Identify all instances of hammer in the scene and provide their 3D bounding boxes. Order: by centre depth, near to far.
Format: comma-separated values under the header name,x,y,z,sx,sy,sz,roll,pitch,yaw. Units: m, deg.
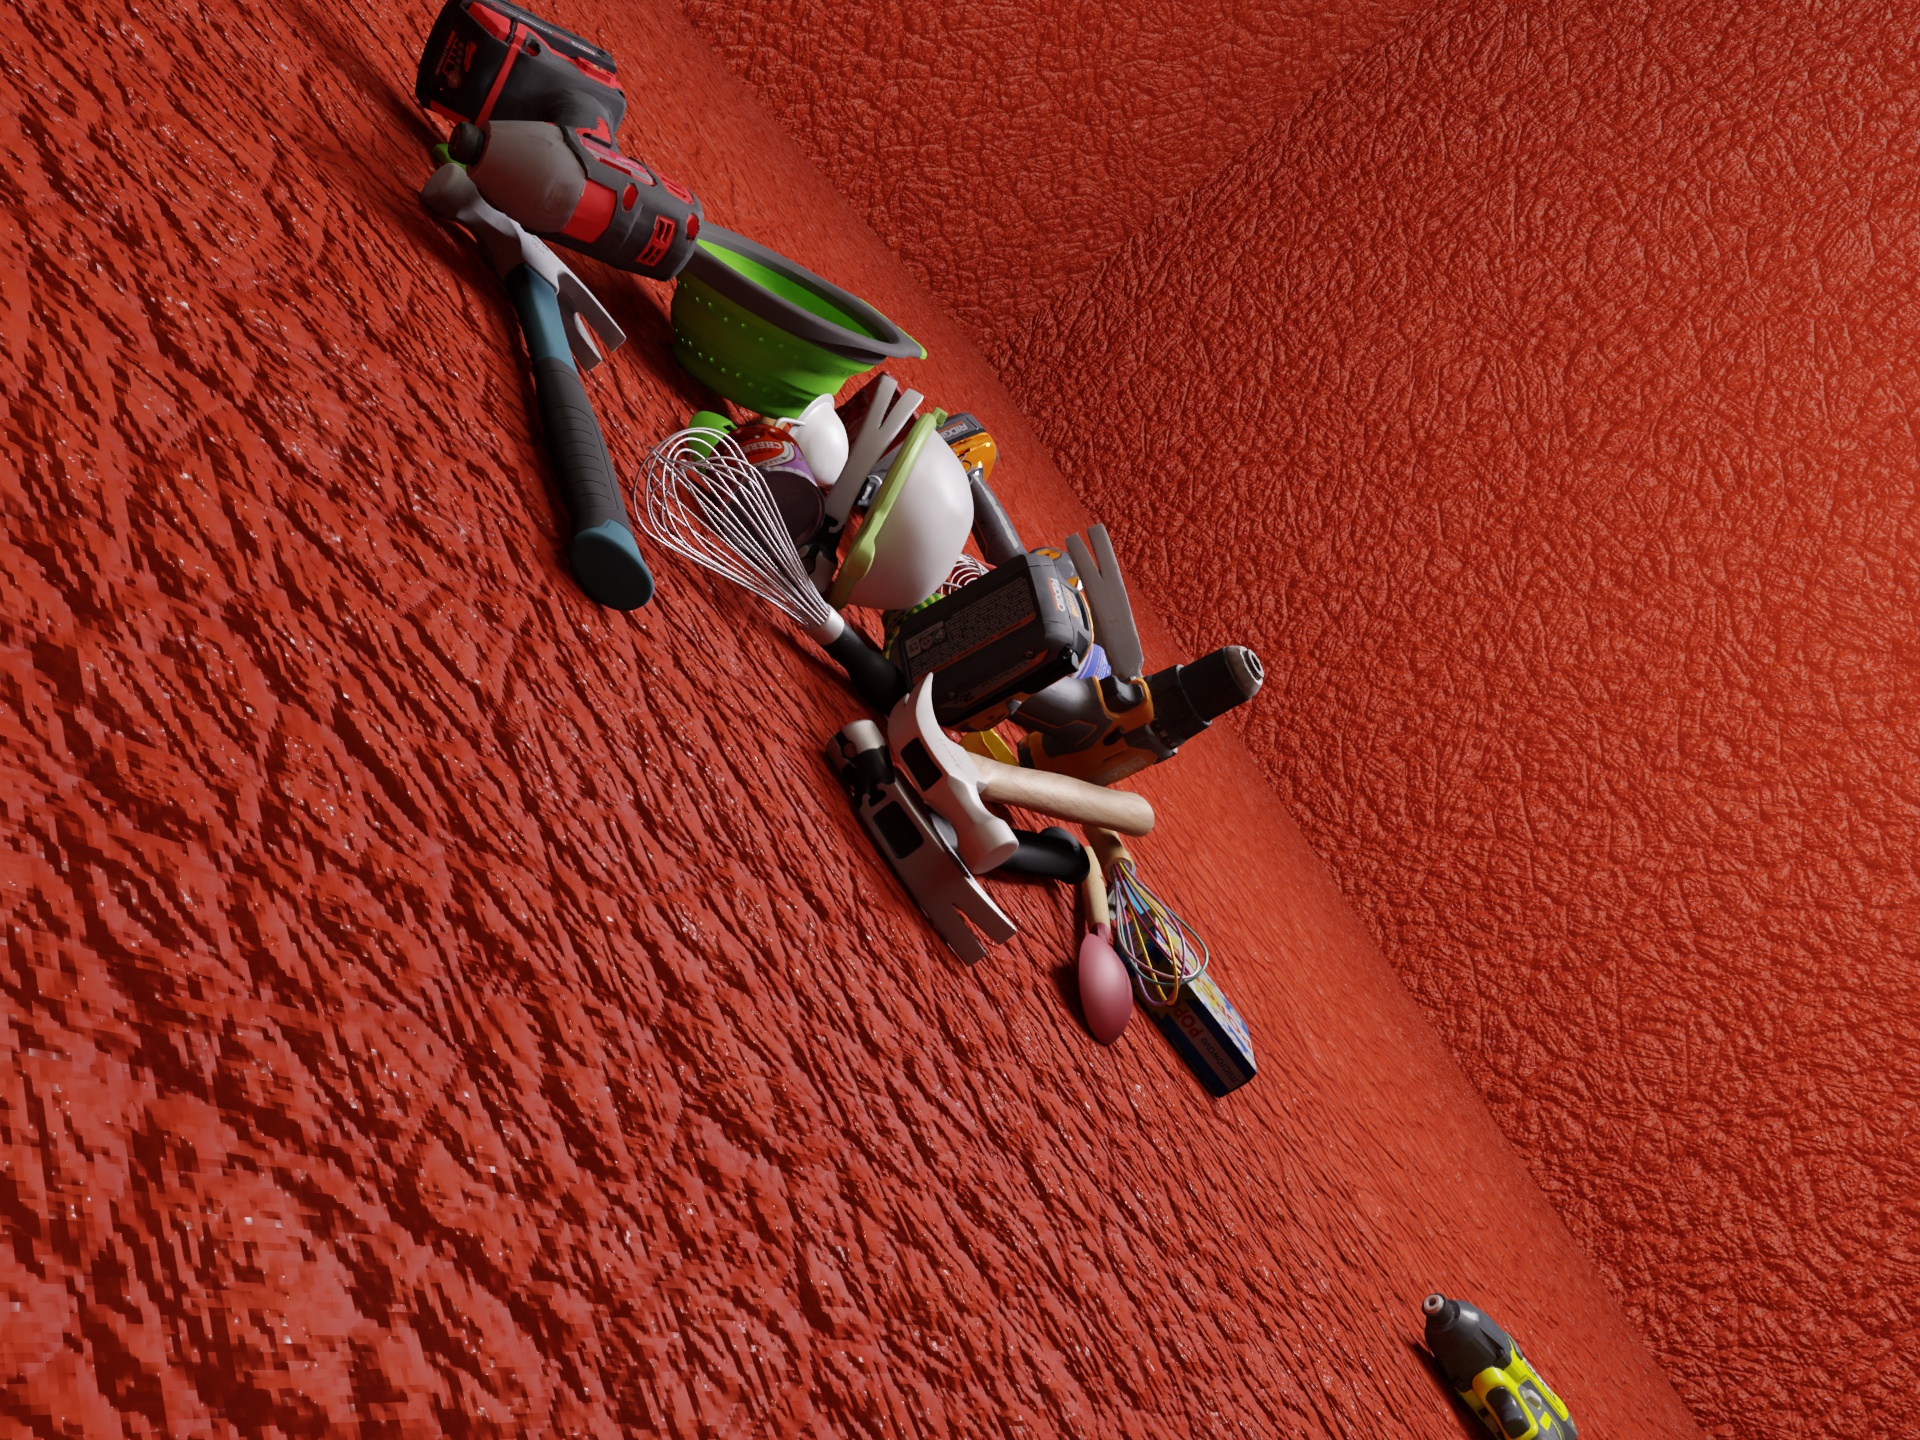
name,x,y,z,sx,sy,sz,roll,pitch,yaw
hammer,-0.215,-0.176,0.850,0.128,0.033,0.331,39,19,-46
hammer,0.052,0.045,1.014,0.130,0.031,0.331,56,17,22
hammer,0.026,0.086,1.017,0.146,0.035,0.334,57,12,18
hammer,-0.071,-0.183,1.233,0.036,0.149,0.409,28,8,-4
hammer,0.059,-0.106,1.318,0.359,0.036,0.149,-144,-146,-68

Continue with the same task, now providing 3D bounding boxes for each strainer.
name,x,y,z,sx,sy,sz,roll,pitch,yaw
strainer,-0.033,-0.117,1.051,0.069,0.151,0.256,27,16,-5
strainer,-0.107,-0.199,1.236,0.050,0.087,0.258,30,2,0

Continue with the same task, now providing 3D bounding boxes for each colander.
name,x,y,z,sx,sy,sz,roll,pitch,yaw
colander,-0.203,-0.298,1.131,0.396,0.094,0.205,9,28,-47

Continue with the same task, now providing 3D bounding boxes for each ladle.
name,x,y,z,sx,sy,sz,roll,pitch,yaw
ladle,0.098,0.144,1.139,0.315,0.031,0.069,-82,153,-76

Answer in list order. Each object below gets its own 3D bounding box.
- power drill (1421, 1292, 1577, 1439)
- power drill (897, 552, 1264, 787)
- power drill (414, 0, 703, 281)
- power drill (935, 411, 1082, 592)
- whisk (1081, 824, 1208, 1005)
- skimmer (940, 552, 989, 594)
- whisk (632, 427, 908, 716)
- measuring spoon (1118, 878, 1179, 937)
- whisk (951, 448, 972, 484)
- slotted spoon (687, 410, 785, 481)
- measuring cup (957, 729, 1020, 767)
name,x,y,z,sx,sy,sz,roll,pitch,yaw
power drill,0.411,0.528,1.144,0.171,0.080,0.223,50,9,-17
power drill,0.087,-0.028,1.078,0.226,0.185,0.084,34,36,-49
power drill,-0.247,-0.347,0.941,0.143,0.078,0.220,13,32,-39
power drill,0.028,-0.168,1.554,0.227,0.084,0.164,57,-21,16
whisk,0.118,0.113,1.114,0.047,0.051,0.245,57,6,-29
skimmer,-0.036,-0.129,1.392,0.127,0.090,0.364,38,7,-26
whisk,-0.101,-0.075,0.957,0.284,0.070,0.070,48,13,-48
measuring spoon,0.141,0.159,1.248,0.128,0.021,0.042,52,28,-31
whisk,-0.034,-0.186,1.358,0.055,0.055,0.239,51,26,-11
slotted spoon,-0.154,-0.213,1.189,0.070,0.031,0.314,57,10,-13
measuring cup,-0.002,-0.004,1.182,0.157,0.029,0.062,58,13,31
